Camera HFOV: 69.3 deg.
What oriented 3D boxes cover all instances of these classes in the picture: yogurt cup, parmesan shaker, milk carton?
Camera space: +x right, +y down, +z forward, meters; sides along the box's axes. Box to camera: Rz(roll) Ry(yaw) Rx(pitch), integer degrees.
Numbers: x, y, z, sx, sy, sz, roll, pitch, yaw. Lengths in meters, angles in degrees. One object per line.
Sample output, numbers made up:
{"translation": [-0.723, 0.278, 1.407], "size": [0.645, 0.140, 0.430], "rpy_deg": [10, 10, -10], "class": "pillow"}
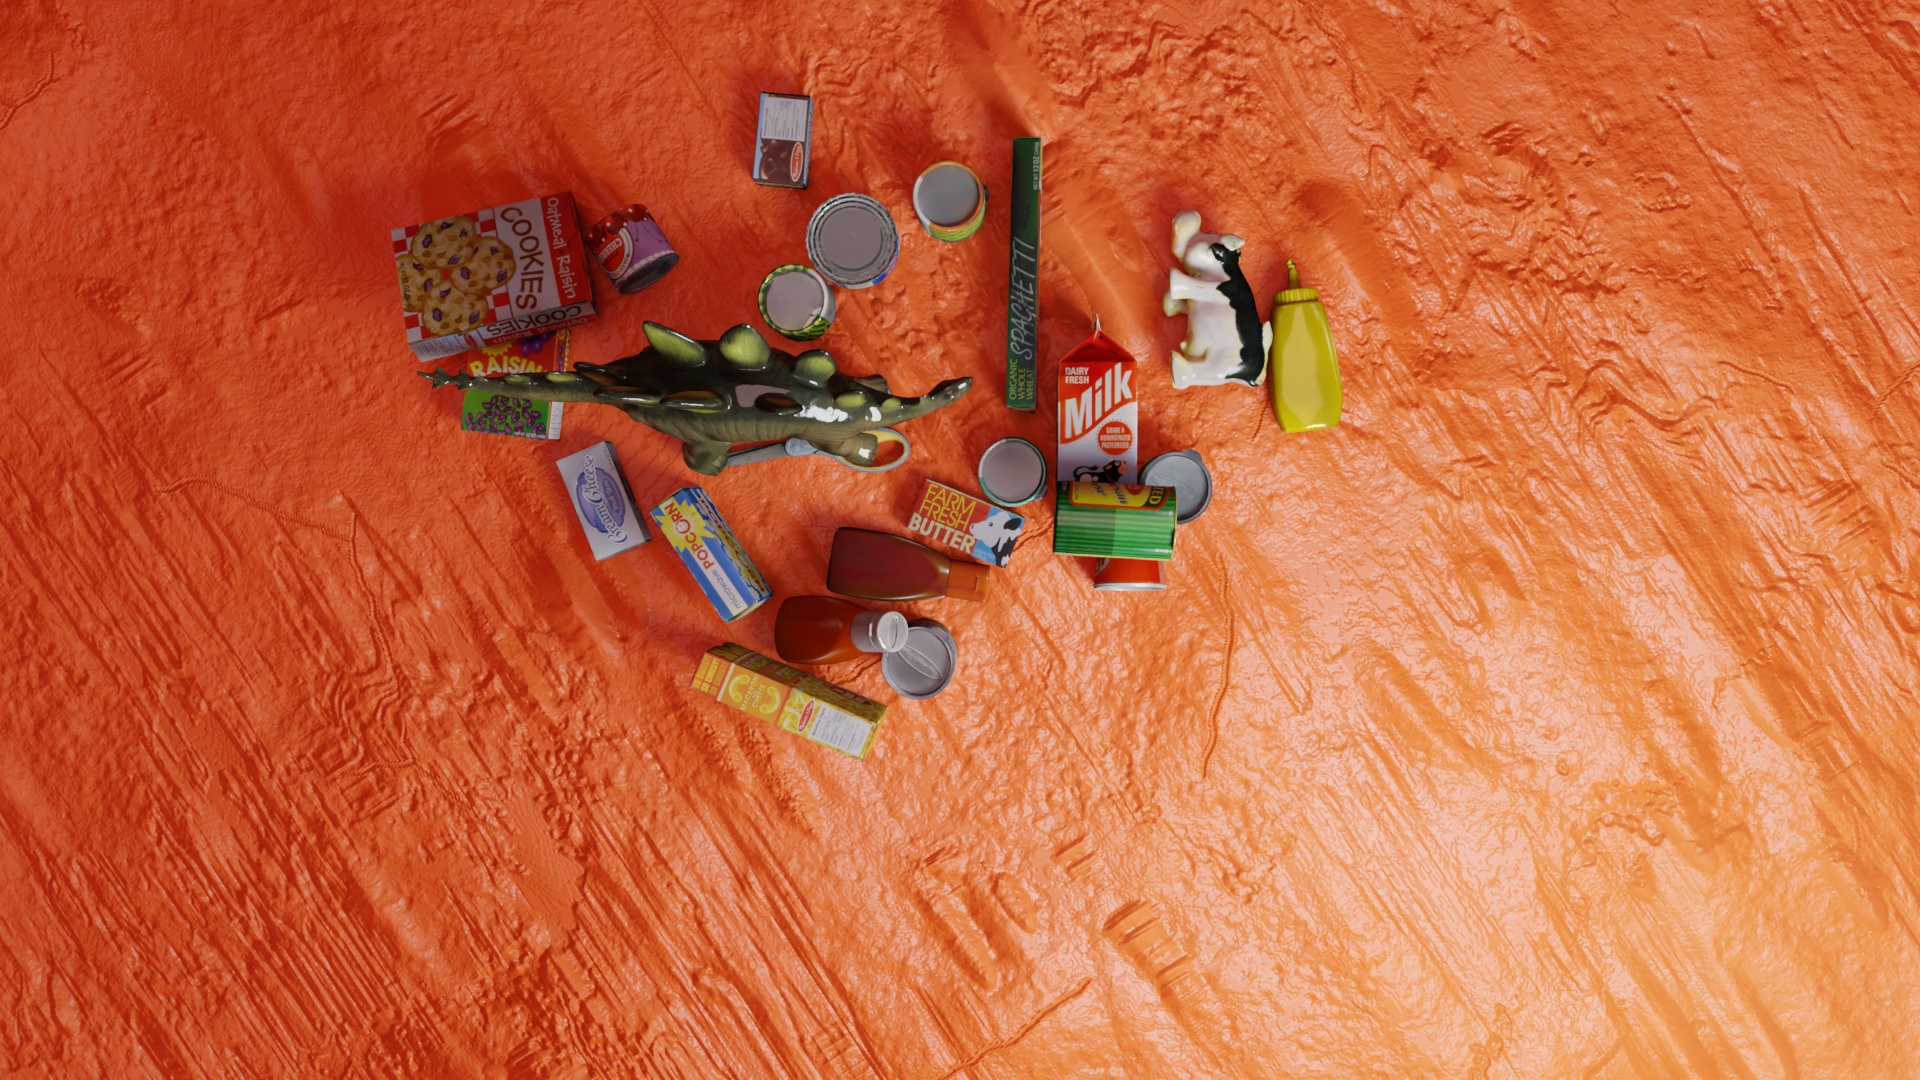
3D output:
{"translation": [0.156, 0.019, 1.283], "size": [0.072, 0.072, 0.054], "rpy_deg": [0, 84, 2], "class": "yogurt cup"}
{"translation": [0.133, -0.017, 1.206], "size": [0.103, 0.071, 0.071], "rpy_deg": [3, 92, 2], "class": "parmesan shaker"}
{"translation": [0.124, -0.109, 1.275], "size": [0.073, 0.072, 0.190], "rpy_deg": [0, 92, 3], "class": "milk carton"}

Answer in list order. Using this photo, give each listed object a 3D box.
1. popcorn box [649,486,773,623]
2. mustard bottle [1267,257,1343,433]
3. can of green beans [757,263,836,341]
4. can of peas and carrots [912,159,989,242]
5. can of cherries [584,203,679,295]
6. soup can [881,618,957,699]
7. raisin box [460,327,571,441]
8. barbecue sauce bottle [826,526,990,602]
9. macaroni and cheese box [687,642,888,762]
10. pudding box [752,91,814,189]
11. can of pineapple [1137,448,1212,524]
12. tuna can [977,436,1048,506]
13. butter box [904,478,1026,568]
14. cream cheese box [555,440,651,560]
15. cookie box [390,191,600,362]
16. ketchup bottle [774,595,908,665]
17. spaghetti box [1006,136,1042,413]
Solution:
{"translation": [-0.228, 0.012, 1.285], "size": [0.038, 0.085, 0.126], "rpy_deg": [-34, 91, 4], "class": "popcorn box"}
{"translation": [0.313, -0.180, 1.277], "size": [0.065, 0.049, 0.160], "rpy_deg": [-5, 91, 5], "class": "mustard bottle"}
{"translation": [-0.151, -0.220, 1.289], "size": [0.071, 0.058, 0.071], "rpy_deg": [0, 92, 2], "class": "can of green beans"}
{"translation": [-0.007, -0.313, 1.280], "size": [0.071, 0.059, 0.071], "rpy_deg": [0, 93, 2], "class": "can of peas and carrots"}
{"translation": [-0.306, -0.269, 1.286], "size": [0.071, 0.071, 0.058], "rpy_deg": [-33, 90, 3], "class": "can of cherries"}
{"translation": [-0.035, 0.106, 1.282], "size": [0.071, 0.084, 0.071], "rpy_deg": [0, 92, 2], "class": "soup can"}
{"translation": [-0.418, -0.159, 1.310], "size": [0.086, 0.040, 0.123], "rpy_deg": [7, 93, 3], "class": "raisin box"}
{"translation": [-0.048, 0.029, 1.300], "size": [0.149, 0.044, 0.065], "rpy_deg": [9, 93, 1], "class": "barbecue sauce bottle"}
{"translation": [-0.153, 0.143, 1.268], "size": [0.166, 0.124, 0.040], "rpy_deg": [23, 90, 1], "class": "macaroni and cheese box"}
{"translation": [-0.166, -0.373, 1.298], "size": [0.050, 0.030, 0.083], "rpy_deg": [5, 92, 1], "class": "pudding box"}
{"translation": [0.197, -0.050, 1.281], "size": [0.071, 0.058, 0.071], "rpy_deg": [0, 92, 2], "class": "can of pineapple"}
{"translation": [0.051, -0.063, 1.299], "size": [0.071, 0.033, 0.071], "rpy_deg": [0, 92, 3], "class": "tuna can"}
{"translation": [0.005, -0.016, 1.306], "size": [0.103, 0.024, 0.053], "rpy_deg": [22, 92, 1], "class": "butter box"}
{"translation": [-0.339, -0.037, 1.319], "size": [0.053, 0.024, 0.103], "rpy_deg": [-22, 91, 4], "class": "cream cheese box"}
{"translation": [-0.426, -0.244, 1.276], "size": [0.168, 0.040, 0.123], "rpy_deg": [-14, 70, -6], "class": "cookie box"}
{"translation": [-0.109, 0.082, 1.259], "size": [0.043, 0.148, 0.065], "rpy_deg": [11, 81, -42], "class": "ketchup bottle"}
{"translation": [0.060, -0.243, 1.284], "size": [0.029, 0.050, 0.249], "rpy_deg": [1, 92, 4], "class": "spaghetti box"}
